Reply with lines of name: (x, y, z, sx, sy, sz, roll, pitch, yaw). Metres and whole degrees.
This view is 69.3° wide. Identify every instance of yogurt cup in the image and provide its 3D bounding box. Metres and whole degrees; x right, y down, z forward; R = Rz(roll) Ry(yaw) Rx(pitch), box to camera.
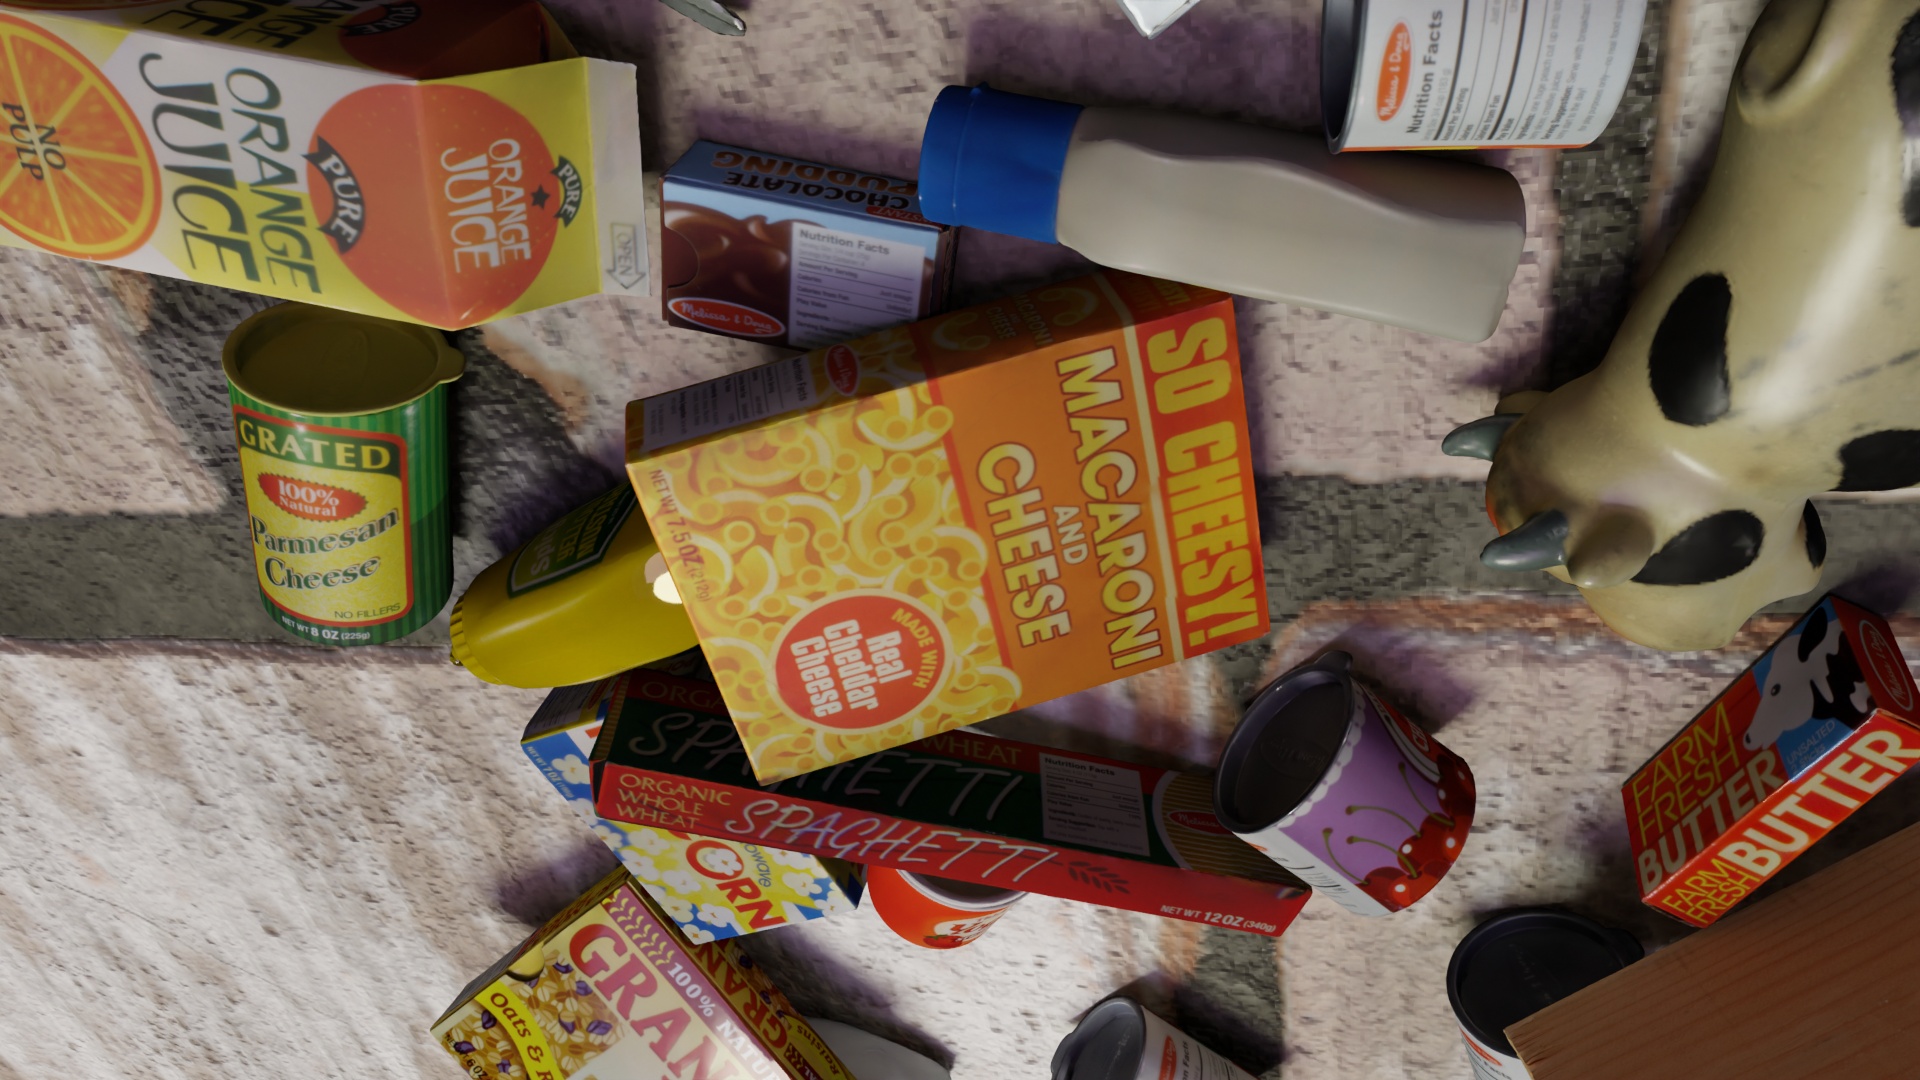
yogurt cup: (-0.004, 0.120, 0.531, 0.072, 0.073, 0.053, 20, 137, -2)

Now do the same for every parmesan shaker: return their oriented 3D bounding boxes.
parmesan shaker: (-0.204, -0.021, 0.472, 0.071, 0.072, 0.102, 16, 129, 2)

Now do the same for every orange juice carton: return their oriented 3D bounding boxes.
orange juice carton: (-0.181, -0.115, 0.390, 0.193, 0.073, 0.071, 11, 128, 5)

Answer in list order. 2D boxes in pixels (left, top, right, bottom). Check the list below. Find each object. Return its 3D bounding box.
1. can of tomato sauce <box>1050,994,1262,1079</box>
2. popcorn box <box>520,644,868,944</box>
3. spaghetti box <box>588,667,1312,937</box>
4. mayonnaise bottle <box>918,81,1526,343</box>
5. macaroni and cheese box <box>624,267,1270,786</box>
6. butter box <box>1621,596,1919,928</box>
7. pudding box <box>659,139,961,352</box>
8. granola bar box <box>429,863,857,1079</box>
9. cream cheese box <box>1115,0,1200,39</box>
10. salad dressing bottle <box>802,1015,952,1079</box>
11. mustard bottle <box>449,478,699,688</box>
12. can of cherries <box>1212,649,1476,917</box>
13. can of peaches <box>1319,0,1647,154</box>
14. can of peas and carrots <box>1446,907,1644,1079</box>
can of tomato sauce: (0.089, 0.248, 0.603, 0.083, 0.071, 0.071, 35, 127, -14)
popcorn box: (-0.102, 0.102, 0.556, 0.085, 0.038, 0.126, -19, 120, 24)
spaghetti box: (-0.002, 0.092, 0.490, 0.250, 0.050, 0.028, 12, 125, -8)
mayonnaise bottle: (0.065, -0.087, 0.359, 0.148, 0.065, 0.041, 13, 119, 9)
macaroni and cheese box: (0.001, -0.005, 0.412, 0.166, 0.040, 0.123, -16, 125, -2)
butter box: (0.252, 0.071, 0.436, 0.024, 0.053, 0.103, 24, 128, -2)
pudding box: (-0.044, -0.083, 0.408, 0.084, 0.030, 0.049, 12, 129, 5)
granola bar box: (-0.133, 0.237, 0.618, 0.124, 0.039, 0.165, -38, 95, 14)
cream cheese box: (0.034, -0.175, 0.322, 0.053, 0.024, 0.103, -31, 114, 32)
salad dressing bottle: (-0.079, 0.248, 0.659, 0.148, 0.044, 0.064, 24, 130, -2)
mustard bottle: (-0.134, 0.020, 0.487, 0.160, 0.066, 0.048, -23, 123, 31)
can of cherries: (0.130, 0.082, 0.468, 0.058, 0.072, 0.071, 35, 127, -13)
can of peaches: (0.115, -0.124, 0.315, 0.058, 0.071, 0.071, 1, 127, 7)
can of peas and carrots: (0.224, 0.181, 0.519, 0.071, 0.071, 0.058, -12, 123, 22)
